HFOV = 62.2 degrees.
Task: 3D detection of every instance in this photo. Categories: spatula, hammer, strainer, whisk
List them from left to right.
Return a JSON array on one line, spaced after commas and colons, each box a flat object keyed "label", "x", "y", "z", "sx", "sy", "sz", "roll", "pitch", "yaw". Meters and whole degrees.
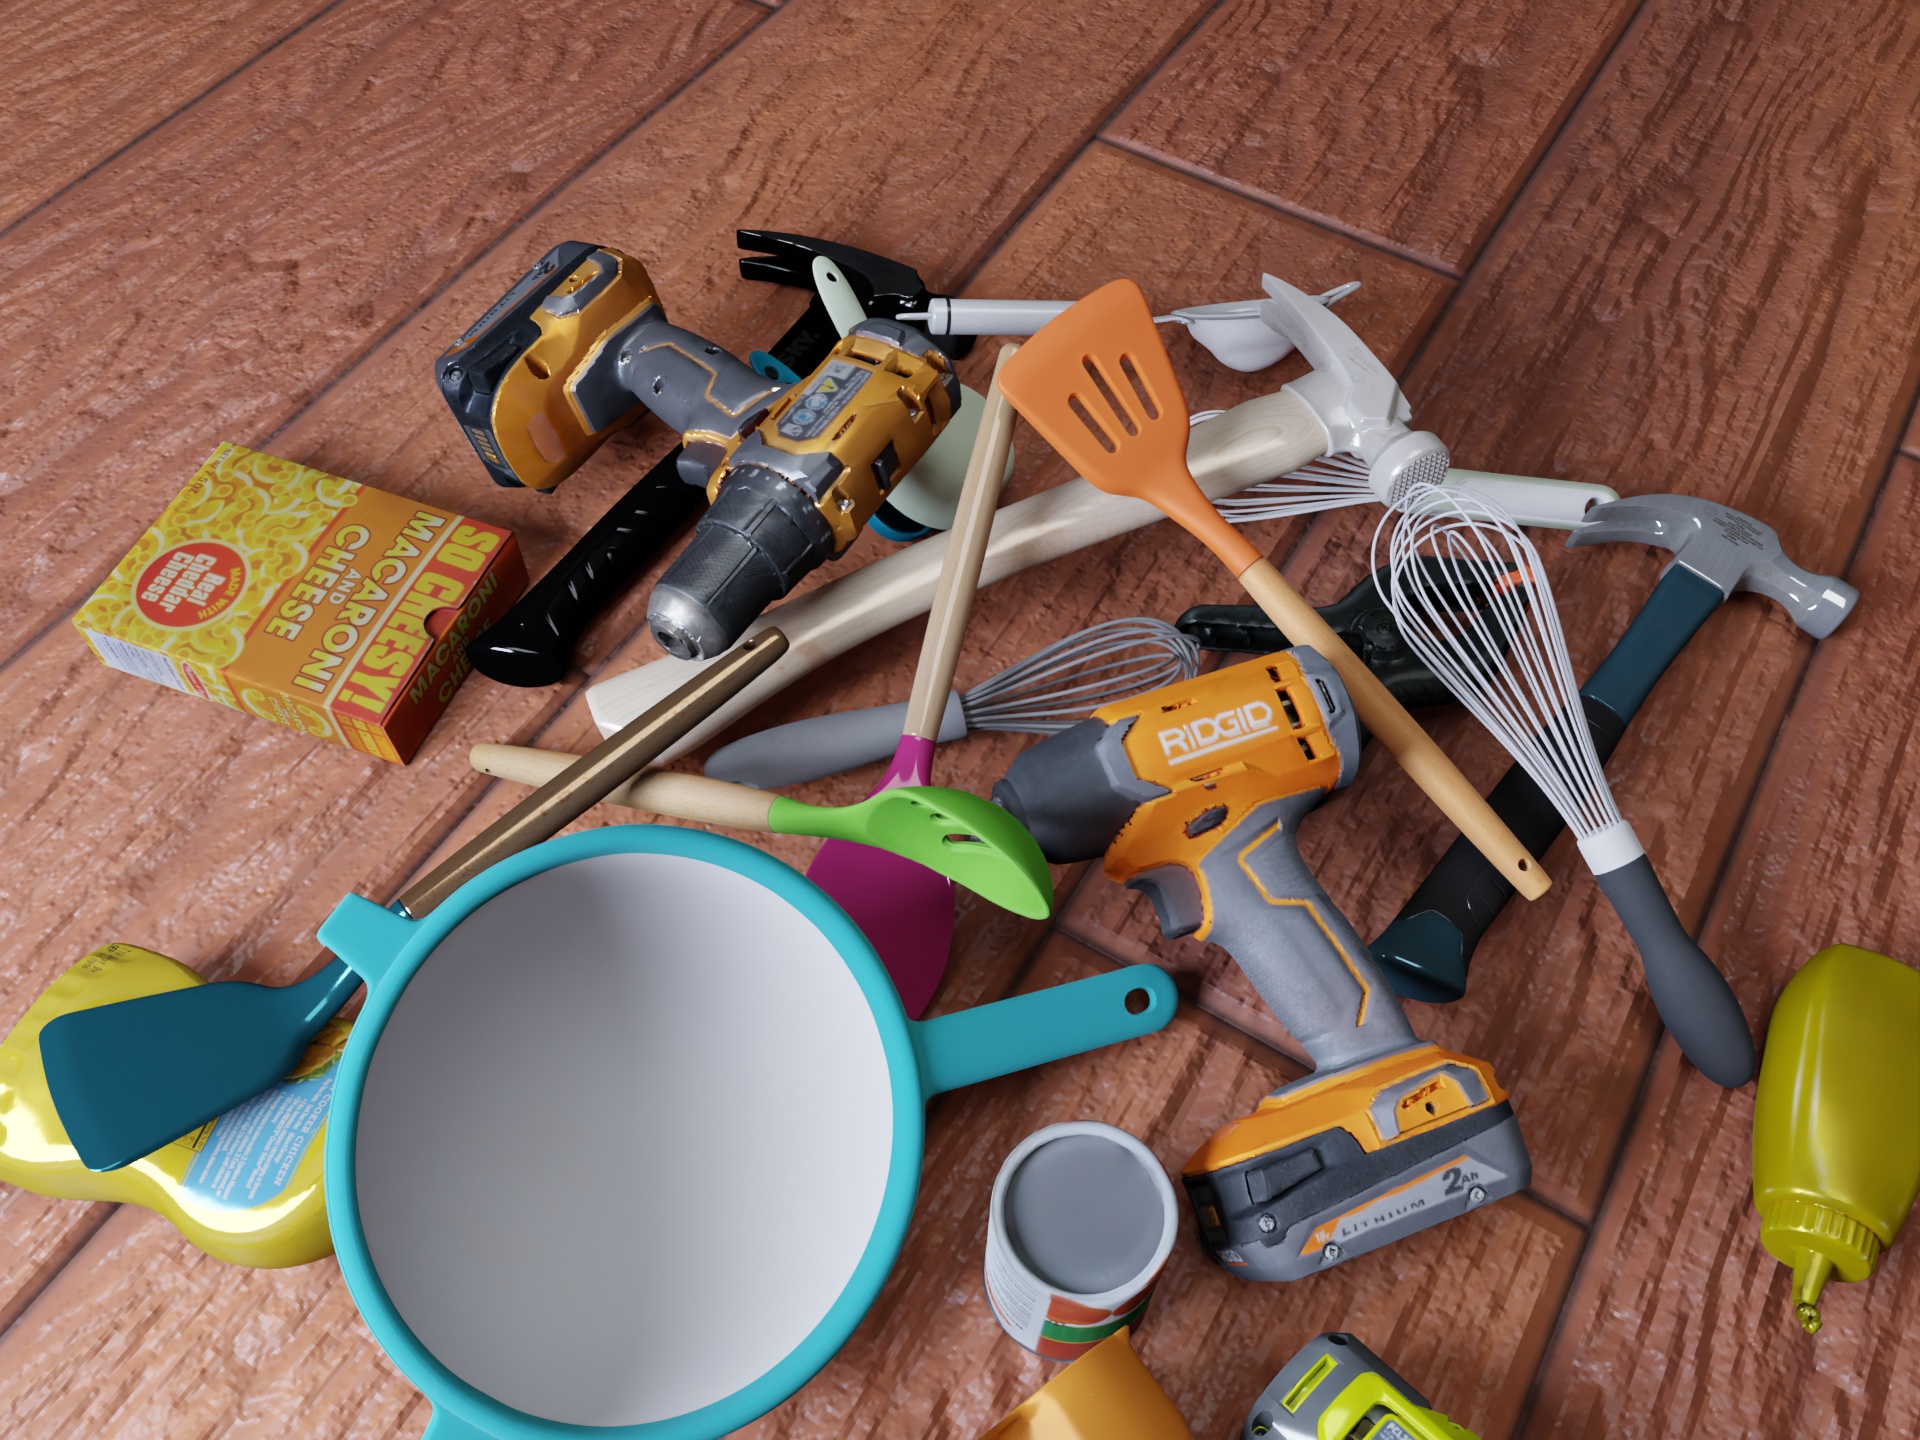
[{"label": "spatula", "x": -0.198, "y": 0.054, "z": 0.621, "sx": 0.317, "sy": 0.044, "sz": 0.082, "roll": -38, "pitch": 50, "yaw": -13}, {"label": "hammer", "x": -0.137, "y": -0.142, "z": 0.832, "sx": 0.146, "sy": 0.035, "sz": 0.335, "roll": 28, "pitch": 60, "yaw": 16}, {"label": "strainer", "x": -0.072, "y": 0.140, "z": 0.614, "sx": 0.340, "sy": 0.095, "sz": 0.211, "roll": -8, "pitch": 83, "yaw": -32}, {"label": "whisk", "x": -0.001, "y": -0.003, "z": 0.739, "sx": 0.239, "sy": 0.055, "sz": 0.055, "roll": -13, "pitch": 57, "yaw": -5}, {"label": "hammer", "x": 0.017, "y": -0.090, "z": 0.755, "sx": 0.410, "sy": 0.038, "sz": 0.146, "roll": -24, "pitch": 58, "yaw": -9}, {"label": "strainer", "x": 0.093, "y": -0.217, "z": 0.869, "sx": 0.258, "sy": 0.050, "sz": 0.087, "roll": -1, "pitch": 17, "yaw": -8}, {"label": "spatula", "x": 0.144, "y": -0.051, "z": 0.691, "sx": 0.081, "sy": 0.041, "sz": 0.323, "roll": -38, "pitch": 80, "yaw": -10}, {"label": "whisk", "x": 0.221, "y": -0.121, "z": 0.821, "sx": 0.246, "sy": 0.057, "sz": 0.059, "roll": 6, "pitch": 12, "yaw": -3}, {"label": "whisk", "x": 0.259, "y": 0.025, "z": 0.675, "sx": 0.070, "sy": 0.070, "sz": 0.285, "roll": -25, "pitch": 84, "yaw": -17}, {"label": "hammer", "x": 0.291, "y": 0.007, "z": 0.740, "sx": 0.128, "sy": 0.033, "sz": 0.331, "roll": 38, "pitch": 64, "yaw": 16}]

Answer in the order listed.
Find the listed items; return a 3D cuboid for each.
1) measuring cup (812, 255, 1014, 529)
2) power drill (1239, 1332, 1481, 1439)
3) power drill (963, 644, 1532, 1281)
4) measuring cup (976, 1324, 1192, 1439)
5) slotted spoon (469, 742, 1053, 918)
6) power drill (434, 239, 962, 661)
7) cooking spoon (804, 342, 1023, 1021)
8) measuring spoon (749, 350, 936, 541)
[{"label": "measuring cup", "x": -0.029, "y": -0.178, "z": 0.819, "sx": 0.083, "sy": 0.038, "sz": 0.168, "roll": -21, "pitch": 79, "yaw": -39}, {"label": "power drill", "x": 0.119, "y": 0.329, "z": 0.481, "sx": 0.228, "sy": 0.080, "sz": 0.191, "roll": -36, "pitch": 52, "yaw": -23}, {"label": "power drill", "x": 0.105, "y": 0.094, "z": 0.620, "sx": 0.164, "sy": 0.084, "sz": 0.227, "roll": -17, "pitch": 74, "yaw": -12}, {"label": "measuring cup", "x": 0.025, "y": 0.245, "z": 0.498, "sx": 0.095, "sy": 0.173, "sz": 0.052, "roll": -42, "pitch": 68, "yaw": 3}, {"label": "slotted spoon", "x": -0.094, "y": 0.033, "z": 0.650, "sx": 0.314, "sy": 0.070, "sz": 0.031, "roll": 8, "pitch": 57, "yaw": 34}, {"label": "power drill", "x": -0.137, "y": -0.127, "z": 0.737, "sx": 0.226, "sy": 0.084, "sz": 0.185, "roll": 23, "pitch": 62, "yaw": 26}, {"label": "cooking spoon", "x": -0.012, "y": -0.016, "z": 0.694, "sx": 0.069, "sy": 0.017, "sz": 0.319, "roll": 13, "pitch": 81, "yaw": 4}, {"label": "measuring spoon", "x": -0.065, "y": -0.138, "z": 0.817, "sx": 0.128, "sy": 0.021, "sz": 0.042, "roll": 46, "pitch": 49, "yaw": 0}]
